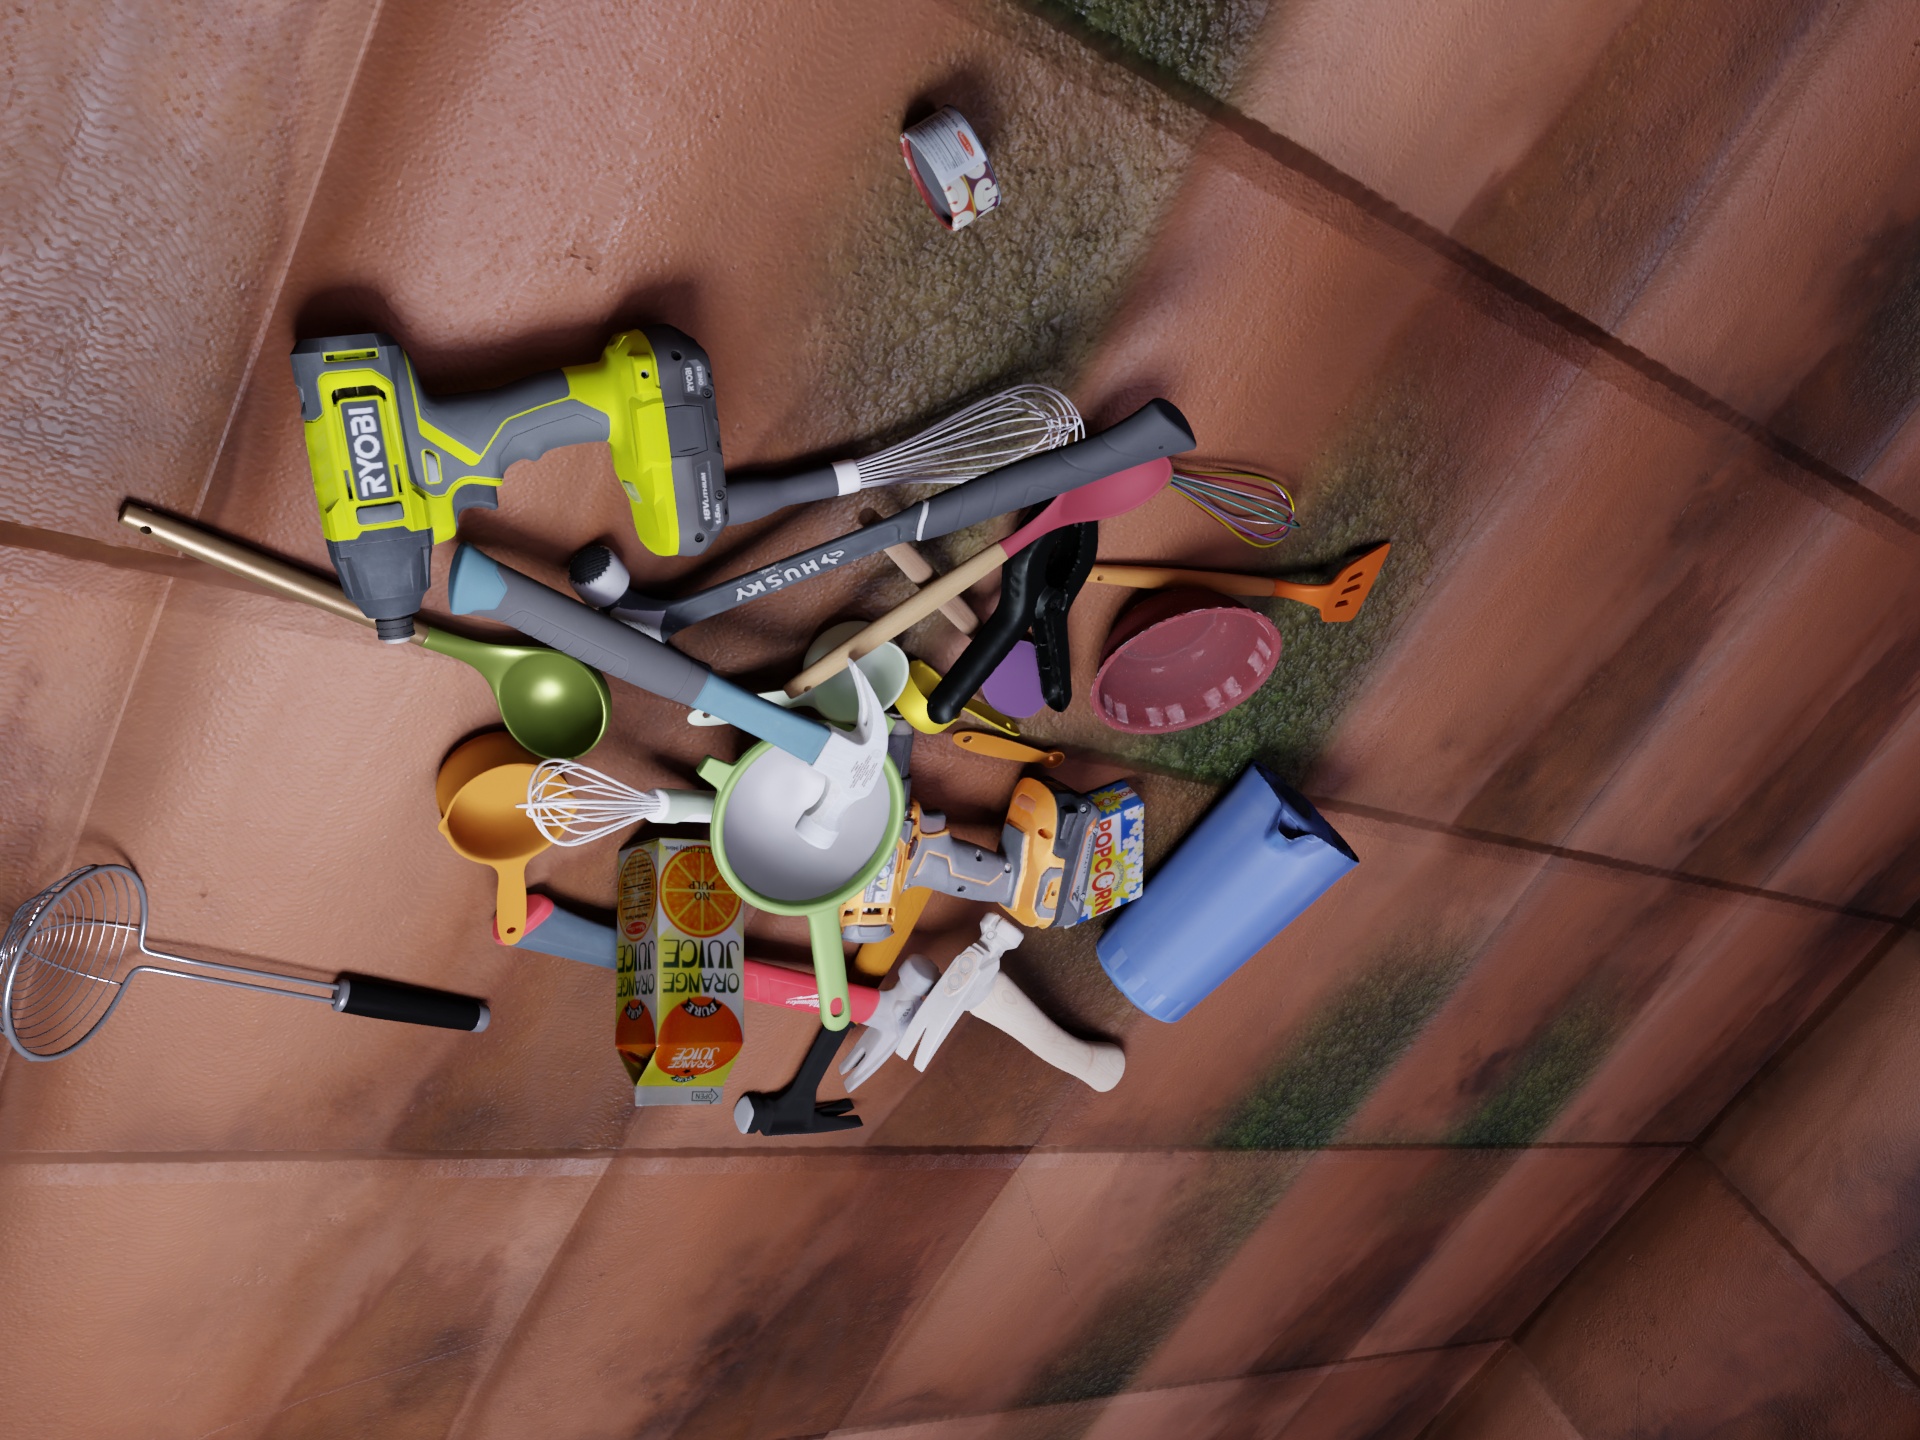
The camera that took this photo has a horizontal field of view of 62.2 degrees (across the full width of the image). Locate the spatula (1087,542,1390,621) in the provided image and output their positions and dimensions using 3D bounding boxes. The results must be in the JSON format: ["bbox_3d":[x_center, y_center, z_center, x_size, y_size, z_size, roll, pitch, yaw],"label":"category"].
[{"bbox_3d":[0.233,-0.117,1.323,0.322,0.041,0.081,2,125,-28],"label":"spatula"}]

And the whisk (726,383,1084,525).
[{"bbox_3d":[-0.047,-0.171,1.078,0.284,0.070,0.070,-16,133,-14],"label":"whisk"}]

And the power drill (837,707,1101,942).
[{"bbox_3d":[-0.001,0.084,1.288,0.226,0.084,0.185,3,104,-30],"label":"power drill"}]

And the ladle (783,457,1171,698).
[{"bbox_3d":[0.009,-0.105,1.123,0.315,0.031,0.069,-33,147,-1],"label":"ladle"}]

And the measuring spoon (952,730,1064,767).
[{"bbox_3d":[0.040,0.022,1.329,0.116,0.011,0.021,13,127,-35],"label":"measuring spoon"}]

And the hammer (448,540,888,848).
[{"bbox_3d":[-0.185,-0.026,1.047,0.330,0.033,0.128,27,100,-33],"label":"hammer"}]

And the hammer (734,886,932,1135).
[{"bbox_3d":[-0.086,0.244,1.420,0.127,0.034,0.336,8,121,-35],"label":"hammer"}]

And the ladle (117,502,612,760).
[{"bbox_3d":[-0.356,-0.054,0.983,0.319,0.062,0.078,26,120,-40],"label":"ladle"}]

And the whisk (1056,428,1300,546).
[{"bbox_3d":[0.172,-0.178,1.218,0.244,0.051,0.047,12,125,-35],"label":"whisk"}]

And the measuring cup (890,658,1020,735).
[{"bbox_3d":[-0.002,-0.004,1.258,0.029,0.062,0.156,-38,148,19],"label":"measuring cup"}]

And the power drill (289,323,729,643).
[{"bbox_3d":[-0.256,-0.143,0.923,0.223,0.080,0.171,-12,106,-23],"label":"power drill"}]

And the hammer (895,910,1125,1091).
[{"bbox_3d":[0.070,0.304,1.509,0.146,0.038,0.410,-54,147,-7],"label":"hammer"}]

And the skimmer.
[{"bbox_3d":[-0.470,0.187,1.090,0.363,0.090,0.127,23,80,-45],"label":"skimmer"}]

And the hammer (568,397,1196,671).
[{"bbox_3d":[-0.042,-0.121,1.051,0.409,0.036,0.149,-19,141,9],"label":"hammer"}]

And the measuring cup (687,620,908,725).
[{"bbox_3d":[-0.122,-0.029,1.166,0.167,0.038,0.083,-13,133,-17],"label":"measuring cup"}]

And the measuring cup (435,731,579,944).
[{"bbox_3d":[-0.323,0.083,1.123,0.095,0.052,0.173,-10,132,-25],"label":"measuring cup"}]

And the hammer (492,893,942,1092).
[{"bbox_3d":[-0.202,0.217,1.294,0.386,0.038,0.143,20,115,-35],"label":"hammer"}]

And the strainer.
[{"bbox_3d":[-0.117,0.112,1.201,0.151,0.069,0.256,-16,115,-23],"label":"strainer"}]

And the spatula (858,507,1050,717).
[{"bbox_3d":[0.002,-0.074,1.192,0.060,0.018,0.315,-42,145,3],"label":"spatula"}]

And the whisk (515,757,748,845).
[{"bbox_3d":[-0.221,0.060,1.125,0.058,0.059,0.246,-15,169,26],"label":"whisk"}]
